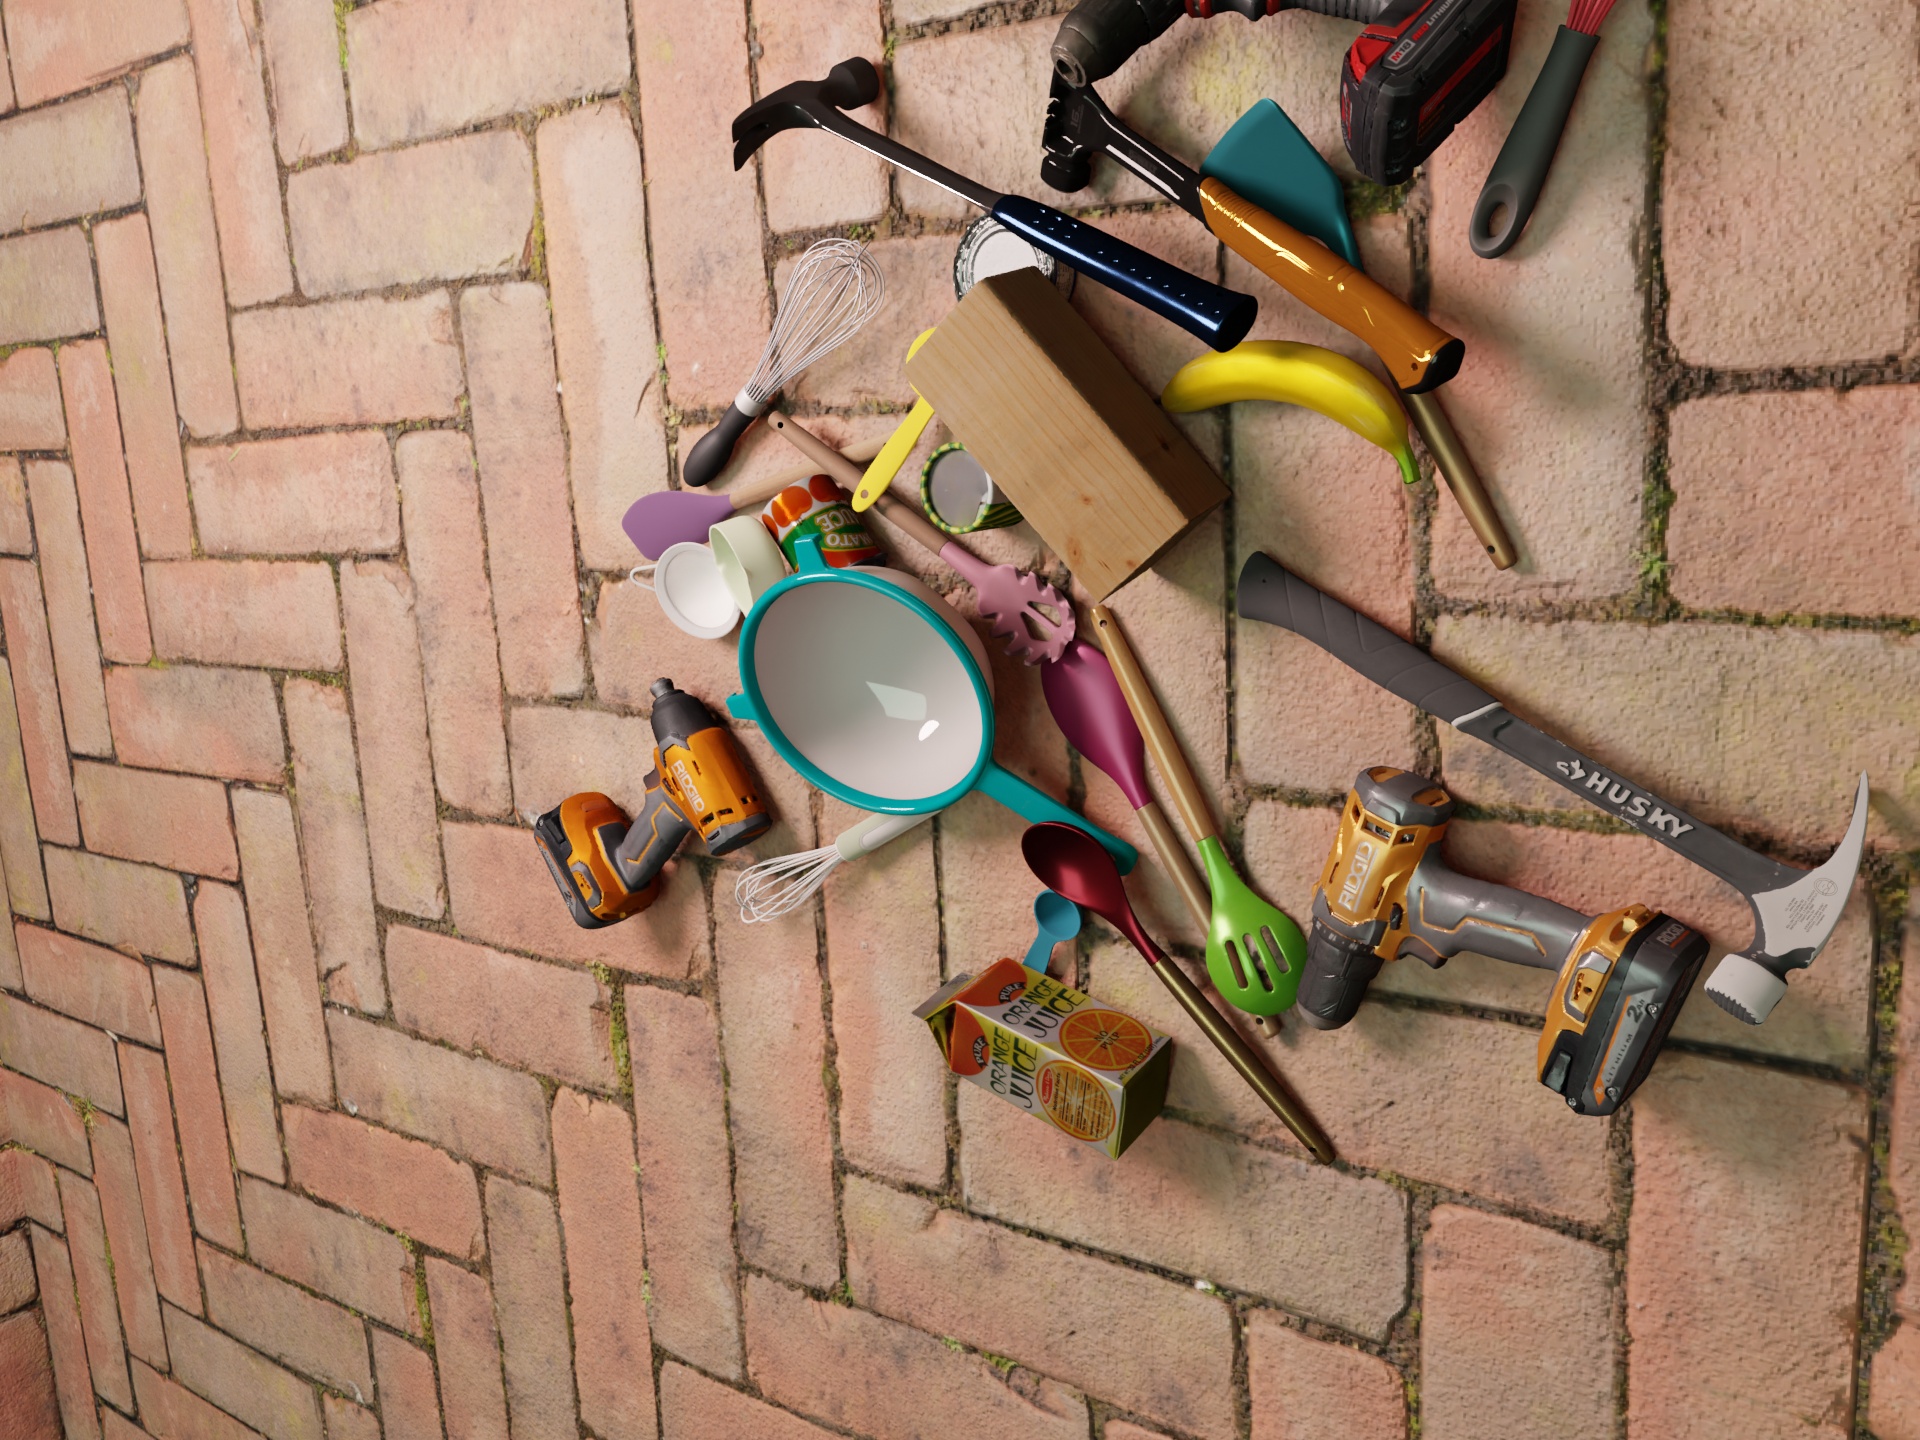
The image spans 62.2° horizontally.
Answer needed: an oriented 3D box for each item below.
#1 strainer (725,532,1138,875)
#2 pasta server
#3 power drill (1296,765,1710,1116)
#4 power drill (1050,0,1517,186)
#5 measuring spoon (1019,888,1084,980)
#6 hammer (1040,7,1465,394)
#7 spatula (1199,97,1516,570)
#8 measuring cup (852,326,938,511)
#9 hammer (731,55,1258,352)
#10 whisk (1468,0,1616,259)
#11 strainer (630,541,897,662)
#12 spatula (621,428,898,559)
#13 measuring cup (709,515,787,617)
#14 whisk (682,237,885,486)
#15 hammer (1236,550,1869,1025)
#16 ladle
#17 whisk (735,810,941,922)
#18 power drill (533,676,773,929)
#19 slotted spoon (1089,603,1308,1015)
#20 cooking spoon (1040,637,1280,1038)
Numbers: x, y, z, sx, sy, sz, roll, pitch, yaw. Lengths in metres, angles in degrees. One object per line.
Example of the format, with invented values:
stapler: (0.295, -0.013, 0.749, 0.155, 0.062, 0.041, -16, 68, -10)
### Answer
strainer: (-0.002, -0.004, 1.201, 0.340, 0.095, 0.211, 33, 132, 3)
pasta server: (-0.034, -0.145, 1.199, 0.316, 0.040, 0.060, 39, 104, 18)
power drill: (0.321, 0.155, 0.997, 0.226, 0.084, 0.185, 30, 118, 32)
power drill: (0.182, -0.403, 0.918, 0.227, 0.080, 0.188, 41, 82, 22)
measuring spoon: (0.066, 0.177, 1.231, 0.042, 0.021, 0.128, 35, 128, 21)
hammer: (0.173, -0.311, 0.974, 0.337, 0.034, 0.127, 45, 149, 26)
spatula: (0.253, -0.230, 0.976, 0.317, 0.044, 0.082, 63, 151, 5)
measuring cup: (-0.041, -0.222, 1.178, 0.062, 0.029, 0.156, 41, 105, 22)
hammer: (0.017, -0.342, 1.055, 0.406, 0.144, 0.035, 35, 145, 27)
whisk: (0.345, -0.395, 0.864, 0.073, 0.073, 0.295, 34, 125, 26)
strainer: (-0.159, -0.091, 1.317, 0.258, 0.050, 0.086, 21, 122, 25)
spatula: (-0.168, -0.189, 1.308, 0.316, 0.018, 0.059, -13, 123, 36)
measuring cup: (-0.150, -0.085, 1.270, 0.083, 0.038, 0.167, 22, 137, 63)
whisk: (-0.150, -0.274, 1.258, 0.284, 0.070, 0.070, -42, 75, 40)
hammer: (0.331, 0.002, 0.954, 0.409, 0.036, 0.149, 37, 85, 32)
ladle: (0.159, 0.191, 1.136, 0.315, 0.031, 0.069, 49, 137, 7)
whisk: (-0.100, 0.109, 1.317, 0.246, 0.059, 0.057, -31, 120, 33)
power drill: (-0.281, 0.074, 1.422, 0.226, 0.084, 0.164, -35, 79, 32)
slotted spoon: (0.160, 0.061, 1.120, 0.070, 0.031, 0.314, -25, 81, 9)
cooking spoon: (0.145, 0.084, 1.145, 0.068, 0.017, 0.319, -35, 79, 35)
